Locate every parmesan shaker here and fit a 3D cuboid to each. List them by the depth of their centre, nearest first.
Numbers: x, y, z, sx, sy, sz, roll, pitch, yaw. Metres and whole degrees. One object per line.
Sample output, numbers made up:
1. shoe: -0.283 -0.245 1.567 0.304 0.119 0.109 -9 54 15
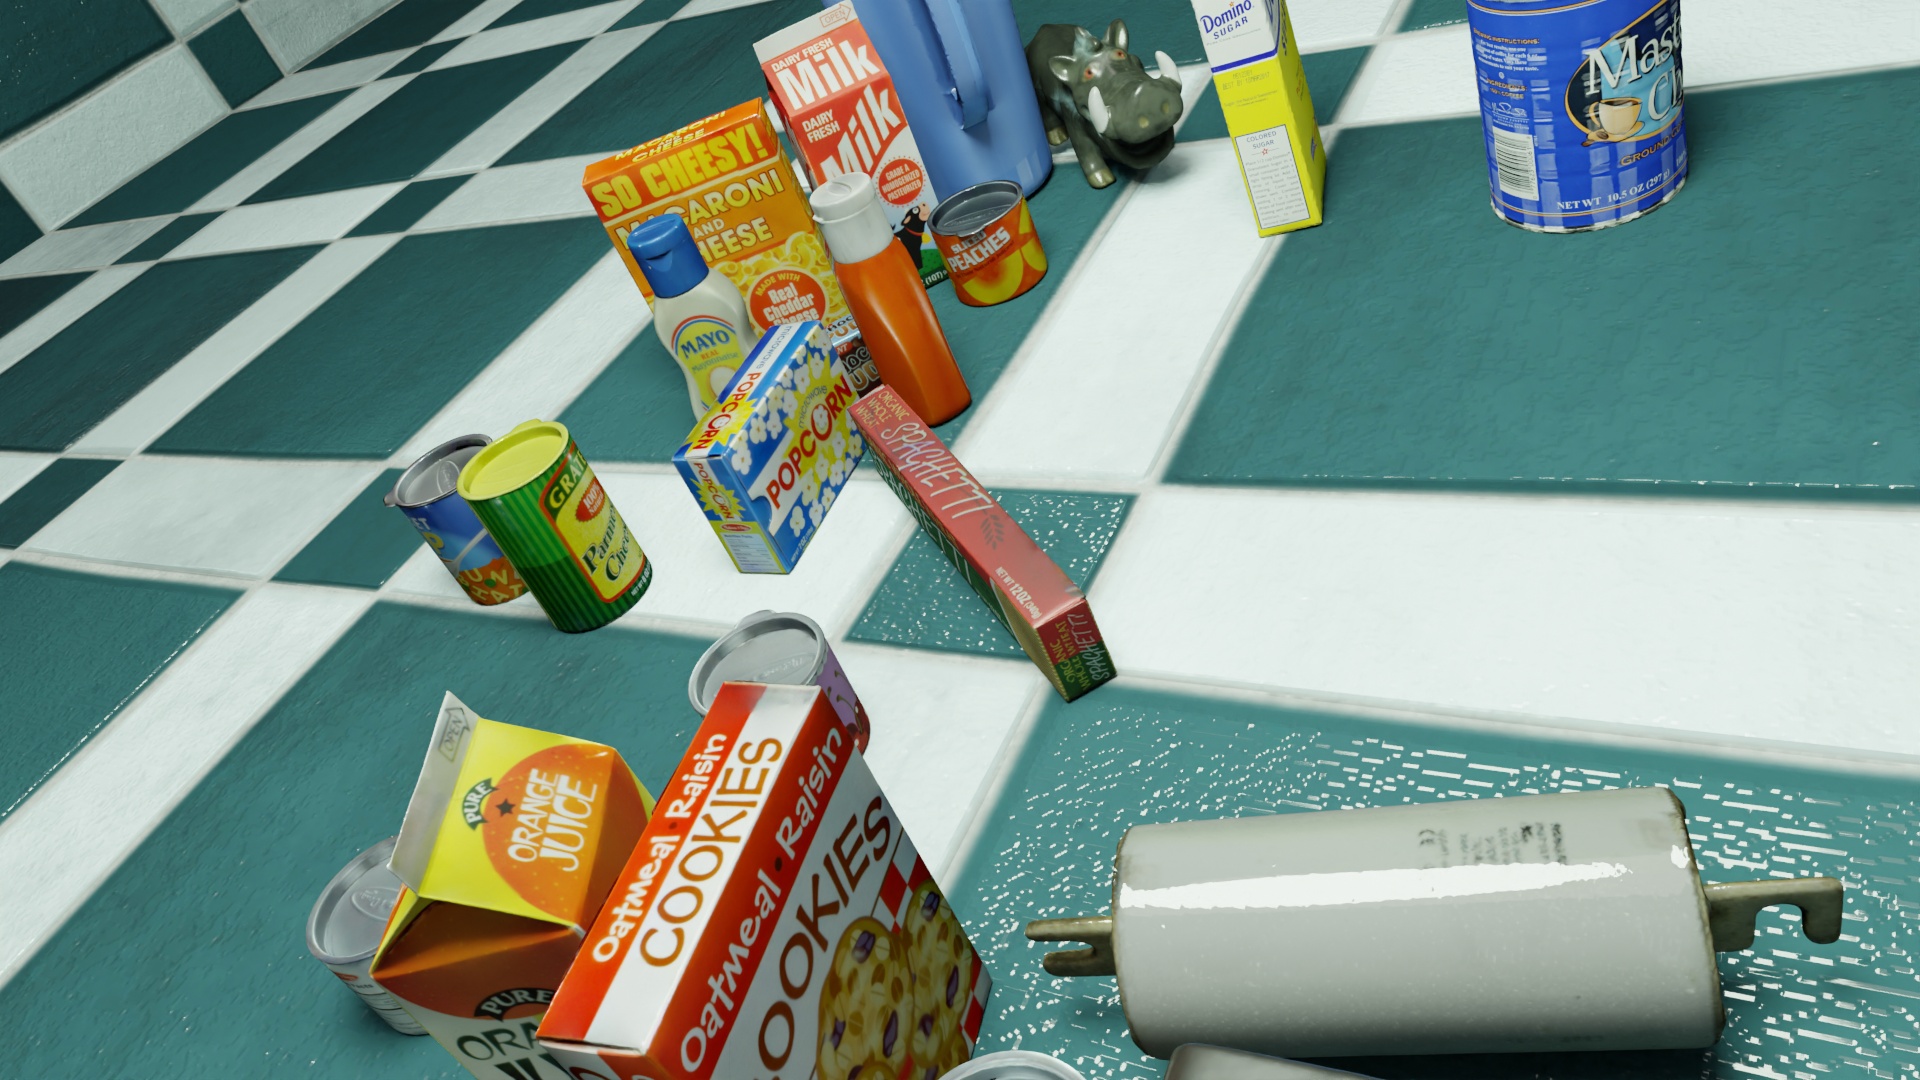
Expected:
1. parmesan shaker: -0.225 -0.008 0.782 0.071 0.102 0.072 -16 37 12

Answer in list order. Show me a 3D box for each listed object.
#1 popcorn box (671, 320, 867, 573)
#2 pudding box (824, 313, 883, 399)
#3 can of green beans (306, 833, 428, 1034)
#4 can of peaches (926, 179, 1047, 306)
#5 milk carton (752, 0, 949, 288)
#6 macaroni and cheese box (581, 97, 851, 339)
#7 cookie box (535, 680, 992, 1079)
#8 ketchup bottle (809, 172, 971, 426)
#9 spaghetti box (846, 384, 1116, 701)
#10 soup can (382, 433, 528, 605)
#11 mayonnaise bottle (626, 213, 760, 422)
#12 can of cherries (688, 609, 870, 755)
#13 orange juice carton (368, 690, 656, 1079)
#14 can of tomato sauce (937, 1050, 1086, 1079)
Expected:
1. popcorn box: -0.102 -0.054 0.785 0.038 0.085 0.127 -1 42 29
2. pudding box: -0.053 -0.121 0.871 0.084 0.049 0.030 -27 36 -4
3. can of green beans: -0.236 0.170 0.603 0.071 0.057 0.071 -16 37 12
4. can of peaches: 0.018 -0.195 0.917 0.071 0.057 0.071 -16 37 12
5. milk carton: -0.070 -0.259 0.935 0.072 0.189 0.074 -27 36 -3
6. macaroni and cheese box: -0.154 -0.191 0.917 0.124 0.165 0.040 -20 36 7
7. cookie box: -0.049 0.145 0.436 0.040 0.166 0.123 -4 41 26
8. ketchup bottle: -0.042 -0.138 0.803 0.043 0.148 0.065 -35 37 -13
9. spaghetti box: 0.002 -0.009 0.699 0.029 0.050 0.251 -30 36 -8
10. soup can: -0.293 -0.011 0.840 0.071 0.083 0.072 -16 37 12
11. mayonnaise bottle: -0.155 -0.128 0.855 0.065 0.147 0.041 -19 36 8
12. can of cherries: -0.081 0.074 0.635 0.071 0.058 0.072 -16 37 12
13. orange juice carton: -0.127 0.139 0.467 0.073 0.191 0.072 -17 37 11
14. can of tomato sauce: 0.026 0.198 0.397 0.071 0.082 0.071 -16 37 12
